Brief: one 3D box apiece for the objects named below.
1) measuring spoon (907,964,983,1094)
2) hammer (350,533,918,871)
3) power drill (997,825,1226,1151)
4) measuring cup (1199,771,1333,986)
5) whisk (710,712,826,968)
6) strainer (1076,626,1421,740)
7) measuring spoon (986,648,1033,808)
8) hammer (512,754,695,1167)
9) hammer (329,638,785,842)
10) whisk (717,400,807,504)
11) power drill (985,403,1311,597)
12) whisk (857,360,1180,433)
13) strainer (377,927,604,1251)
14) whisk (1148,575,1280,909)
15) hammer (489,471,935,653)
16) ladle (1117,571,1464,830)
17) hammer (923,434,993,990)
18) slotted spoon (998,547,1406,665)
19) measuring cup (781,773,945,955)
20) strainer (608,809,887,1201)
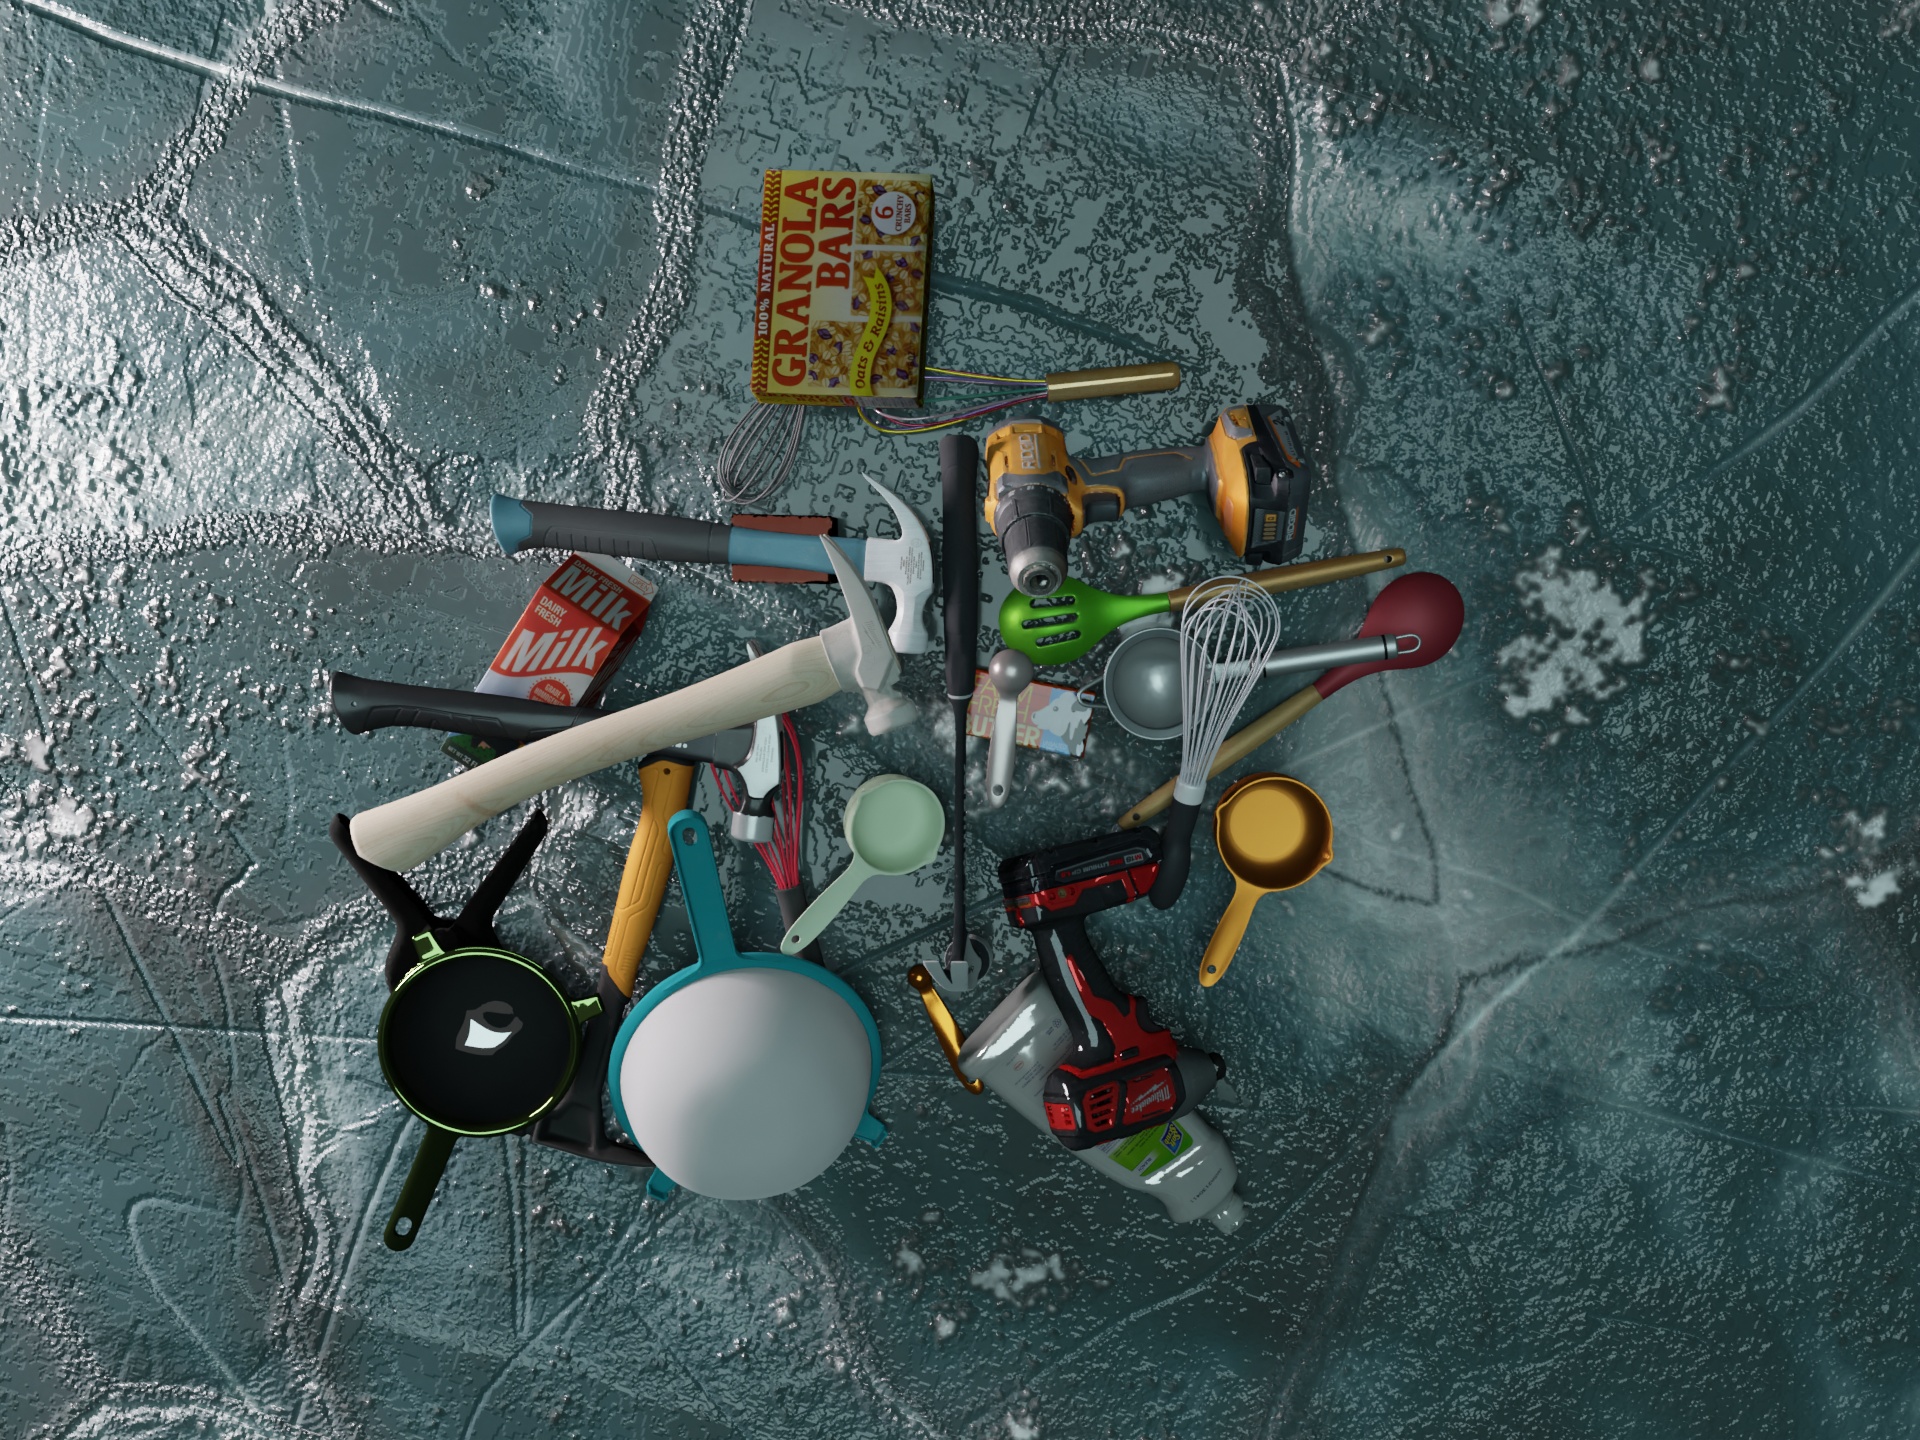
[{"bbox_3d":[-0.011,0.248,1.268,0.021,0.011,0.117,-26,95,5],"label":"measuring spoon"},{"bbox_3d":[-0.245,0.003,1.130,0.410,0.038,0.146,-21,95,4],"label":"hammer"},{"bbox_3d":[0.116,0.197,1.189,0.143,0.078,0.220,-11,83,-23],"label":"power drill"},{"bbox_3d":[0.221,0.121,1.226,0.095,0.052,0.173,23,98,0],"label":"measuring cup"},{"bbox_3d":[-0.138,0.110,1.236,0.073,0.073,0.295,-12,101,3],"label":"whisk"},{"bbox_3d":[0.217,-0.039,1.202,0.258,0.050,0.087,-8,99,8],"label":"strainer"},{"bbox_3d":[0.034,0.008,1.211,0.034,0.018,0.124,6,98,1],"label":"measuring spoon"},{"bbox_3d":[-0.259,0.187,1.260,0.127,0.034,0.337,15,97,1],"label":"hammer"},{"bbox_3d":[-0.294,-0.003,1.166,0.335,0.035,0.146,7,97,0],"label":"hammer"},{"bbox_3d":[-0.116,-0.268,1.200,0.055,0.055,0.239,29,93,-1],"label":"whisk"},{"bbox_3d":[0.130,-0.155,1.137,0.226,0.186,0.084,-2,130,0],"label":"power drill"},{"bbox_3d":[0.043,-0.251,1.197,0.245,0.051,0.047,-6,90,0],"label":"whisk"},{"bbox_3d":[-0.386,0.286,1.232,0.151,0.069,0.256,23,98,-9],"label":"strainer"},{"bbox_3d":[0.179,0.024,1.181,0.070,0.070,0.284,10,118,1],"label":"whisk"},{"bbox_3d":[-0.183,-0.129,1.170,0.331,0.033,0.128,6,96,2],"label":"hammer"},{"bbox_3d":[0.252,-0.008,1.224,0.315,0.031,0.069,-36,90,7],"label":"ladle"},{"bbox_3d":[-0.002,-0.004,1.167,0.036,0.149,0.409,0,89,7],"label":"hammer"},{"bbox_3d":[0.184,-0.098,1.216,0.314,0.031,0.070,-10,96,2],"label":"slotted spoon"},{"bbox_3d":[-0.084,0.112,1.227,0.083,0.038,0.167,43,87,-23],"label":"measuring cup"},{"bbox_3d":[-0.166,0.231,1.170,0.211,0.095,0.340,-12,117,-7],"label":"strainer"}]
